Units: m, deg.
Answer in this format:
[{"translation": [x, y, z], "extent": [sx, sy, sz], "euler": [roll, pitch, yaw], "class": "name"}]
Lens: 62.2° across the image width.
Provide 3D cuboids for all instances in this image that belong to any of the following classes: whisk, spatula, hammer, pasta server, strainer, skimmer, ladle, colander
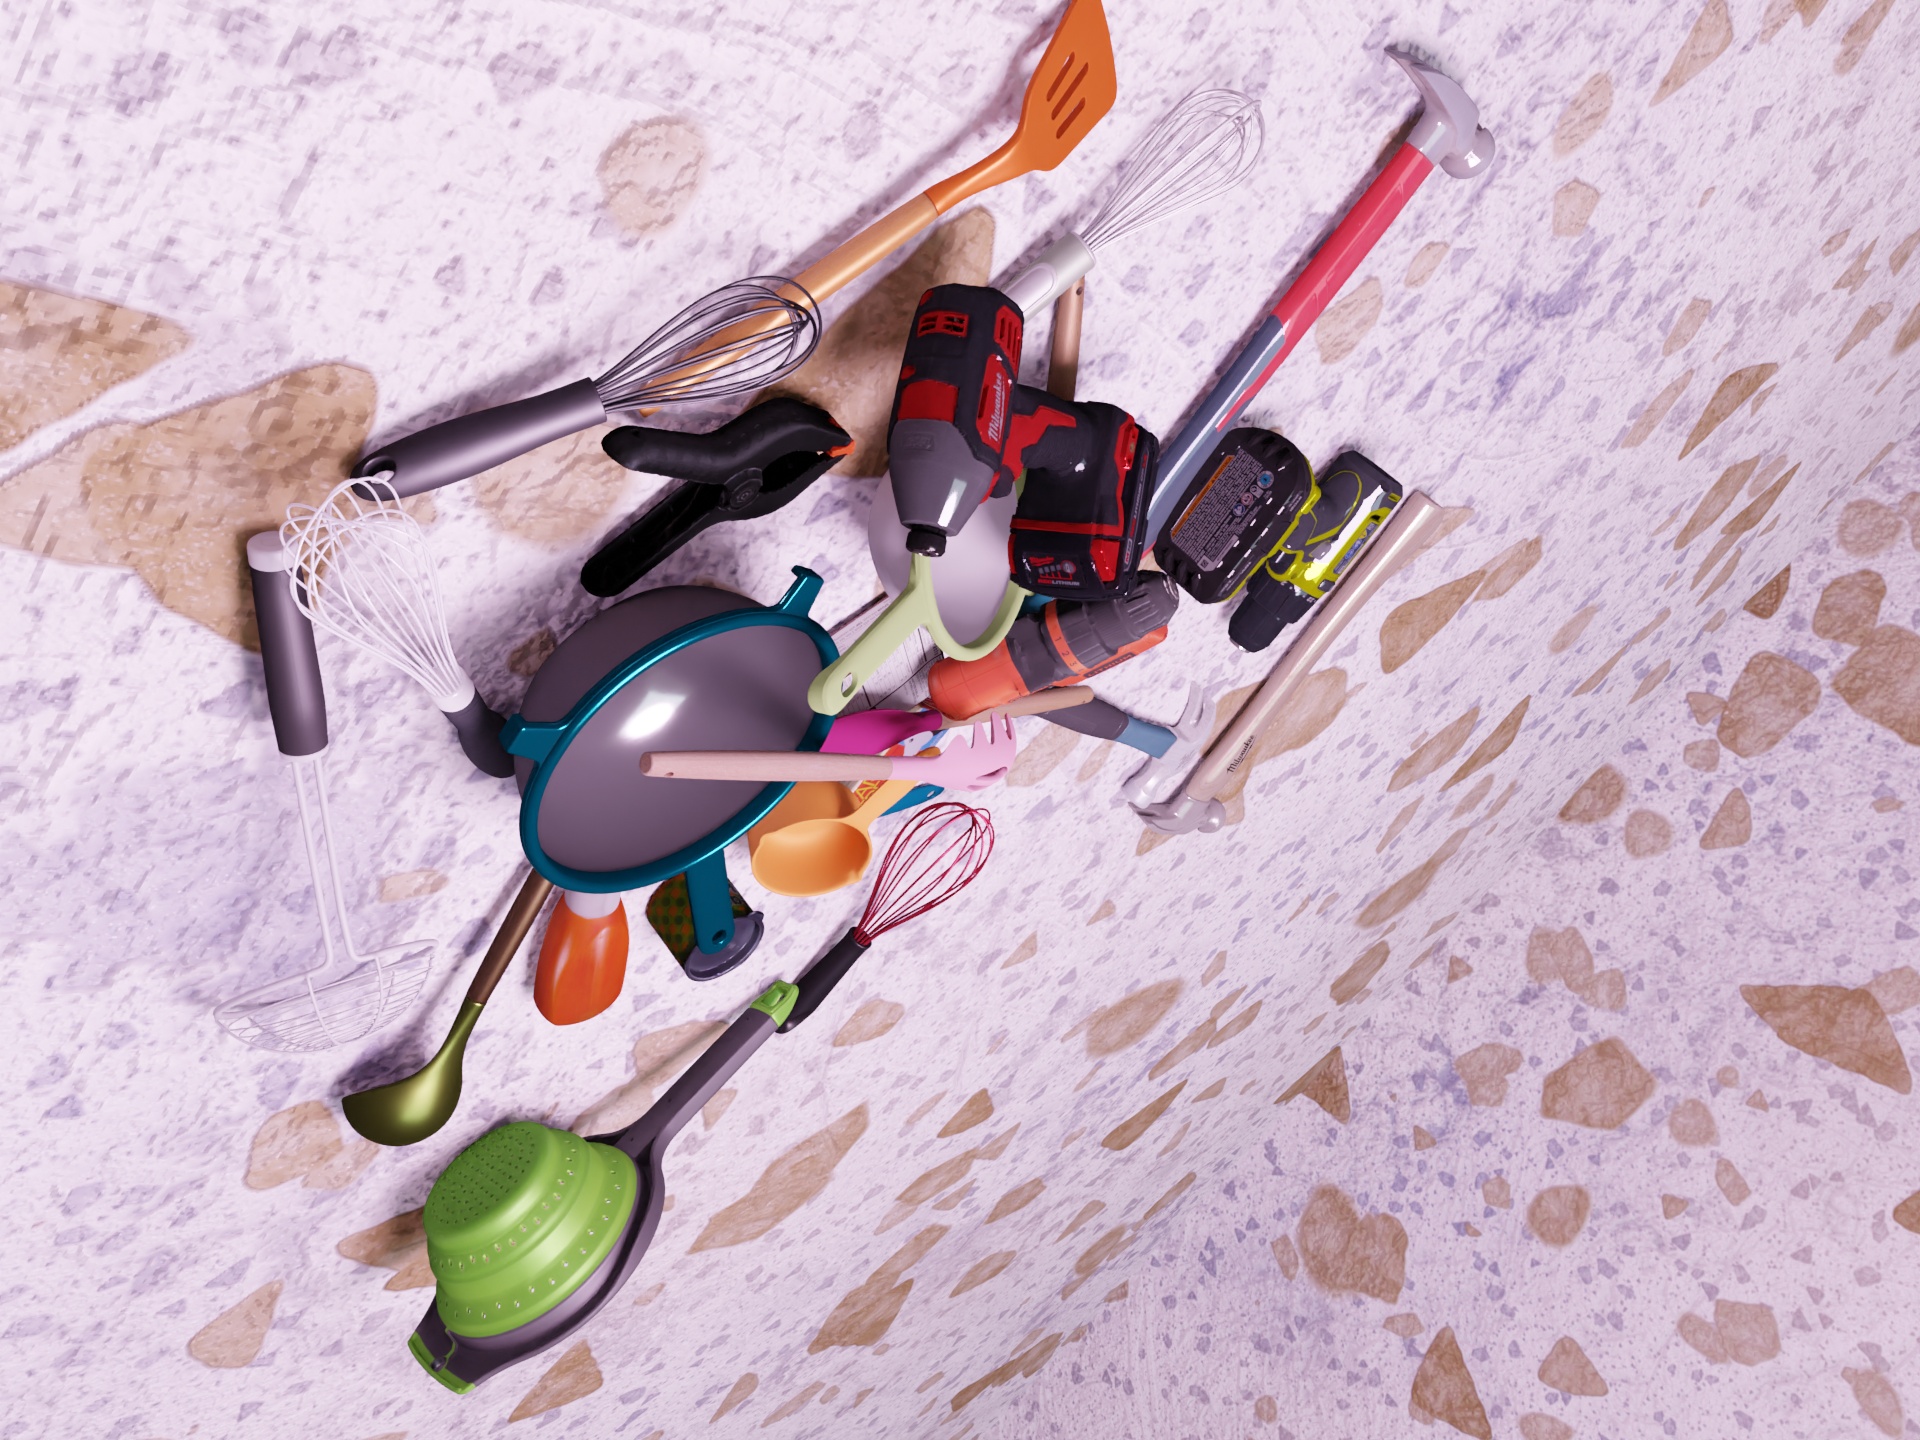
[{"translation": [0.077, -0.279, 0.924], "extent": [0.246, 0.058, 0.059], "euler": [-39, -179, 3], "class": "whisk"}, {"translation": [-0.040, -0.260, 0.831], "extent": [0.322, 0.041, 0.081], "euler": [-36, 150, -4], "class": "spatula"}, {"translation": [0.214, -0.271, 1.107], "extent": [0.386, 0.038, 0.143], "euler": [-52, 148, 17], "class": "hammer"}, {"translation": [0.052, -0.166, 1.069], "extent": [0.082, 0.044, 0.317], "euler": [-25, 142, -27], "class": "spatula"}, {"translation": [-0.069, 0.023, 0.977], "extent": [0.316, 0.040, 0.060], "euler": [3, 141, -49], "class": "pasta server"}, {"translation": [-0.073, 0.169, 1.332], "extent": [0.295, 0.073, 0.073], "euler": [-48, 151, 24], "class": "whisk"}, {"translation": [-0.181, 0.032, 0.973], "extent": [0.211, 0.095, 0.340], "euler": [-31, 152, -23], "class": "strainer"}, {"translation": [-0.271, -0.030, 0.807], "extent": [0.070, 0.070, 0.284], "euler": [-35, 159, -14], "class": "whisk"}, {"translation": [-0.353, 0.048, 0.853], "extent": [0.127, 0.090, 0.363], "euler": [-16, 132, -29], "class": "skimmer"}, {"translation": [-0.312, 0.153, 1.042], "extent": [0.078, 0.062, 0.320], "euler": [9, 116, -57], "class": "ladle"}, {"translation": [-0.038, -0.085, 0.946], "extent": [0.256, 0.069, 0.151], "euler": [-51, 140, -43], "class": "strainer"}, {"translation": [-0.282, 0.321, 1.235], "extent": [0.397, 0.205, 0.094], "euler": [-45, 120, -28], "class": "colander"}, {"translation": [-0.177, -0.157, 0.765], "extent": [0.239, 0.055, 0.055], "euler": [-24, 147, -14], "class": "whisk"}, {"translation": [0.128, 0.004, 1.374], "extent": [0.128, 0.033, 0.330], "euler": [-49, 150, 14], "class": "hammer"}, {"translation": [0.317, -0.049, 1.534], "extent": [0.146, 0.038, 0.410], "euler": [6, 125, -52], "class": "hammer"}]

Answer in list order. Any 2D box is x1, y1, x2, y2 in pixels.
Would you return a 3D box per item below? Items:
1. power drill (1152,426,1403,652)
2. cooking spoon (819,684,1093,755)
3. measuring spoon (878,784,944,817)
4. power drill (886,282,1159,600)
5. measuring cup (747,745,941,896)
[{"translation": [0.251, -0.141, 1.289], "extent": [0.190, 0.080, 0.228], "euler": [-54, 152, 19], "class": "power drill"}, {"translation": [-0.002, -0.004, 1.146], "extent": [0.318, 0.017, 0.068], "euler": [-9, 153, -49], "class": "cooking spoon"}, {"translation": [-0.059, 0.076, 1.253], "extent": [0.128, 0.021, 0.042], "euler": [-18, 143, -35], "class": "measuring spoon"}, {"translation": [0.032, -0.143, 0.910], "extent": [0.219, 0.078, 0.143], "euler": [21, 79, -60], "class": "power drill"}, {"translation": [-0.081, 0.056, 1.130], "extent": [0.173, 0.052, 0.095], "euler": [-41, 133, 22], "class": "measuring cup"}]
